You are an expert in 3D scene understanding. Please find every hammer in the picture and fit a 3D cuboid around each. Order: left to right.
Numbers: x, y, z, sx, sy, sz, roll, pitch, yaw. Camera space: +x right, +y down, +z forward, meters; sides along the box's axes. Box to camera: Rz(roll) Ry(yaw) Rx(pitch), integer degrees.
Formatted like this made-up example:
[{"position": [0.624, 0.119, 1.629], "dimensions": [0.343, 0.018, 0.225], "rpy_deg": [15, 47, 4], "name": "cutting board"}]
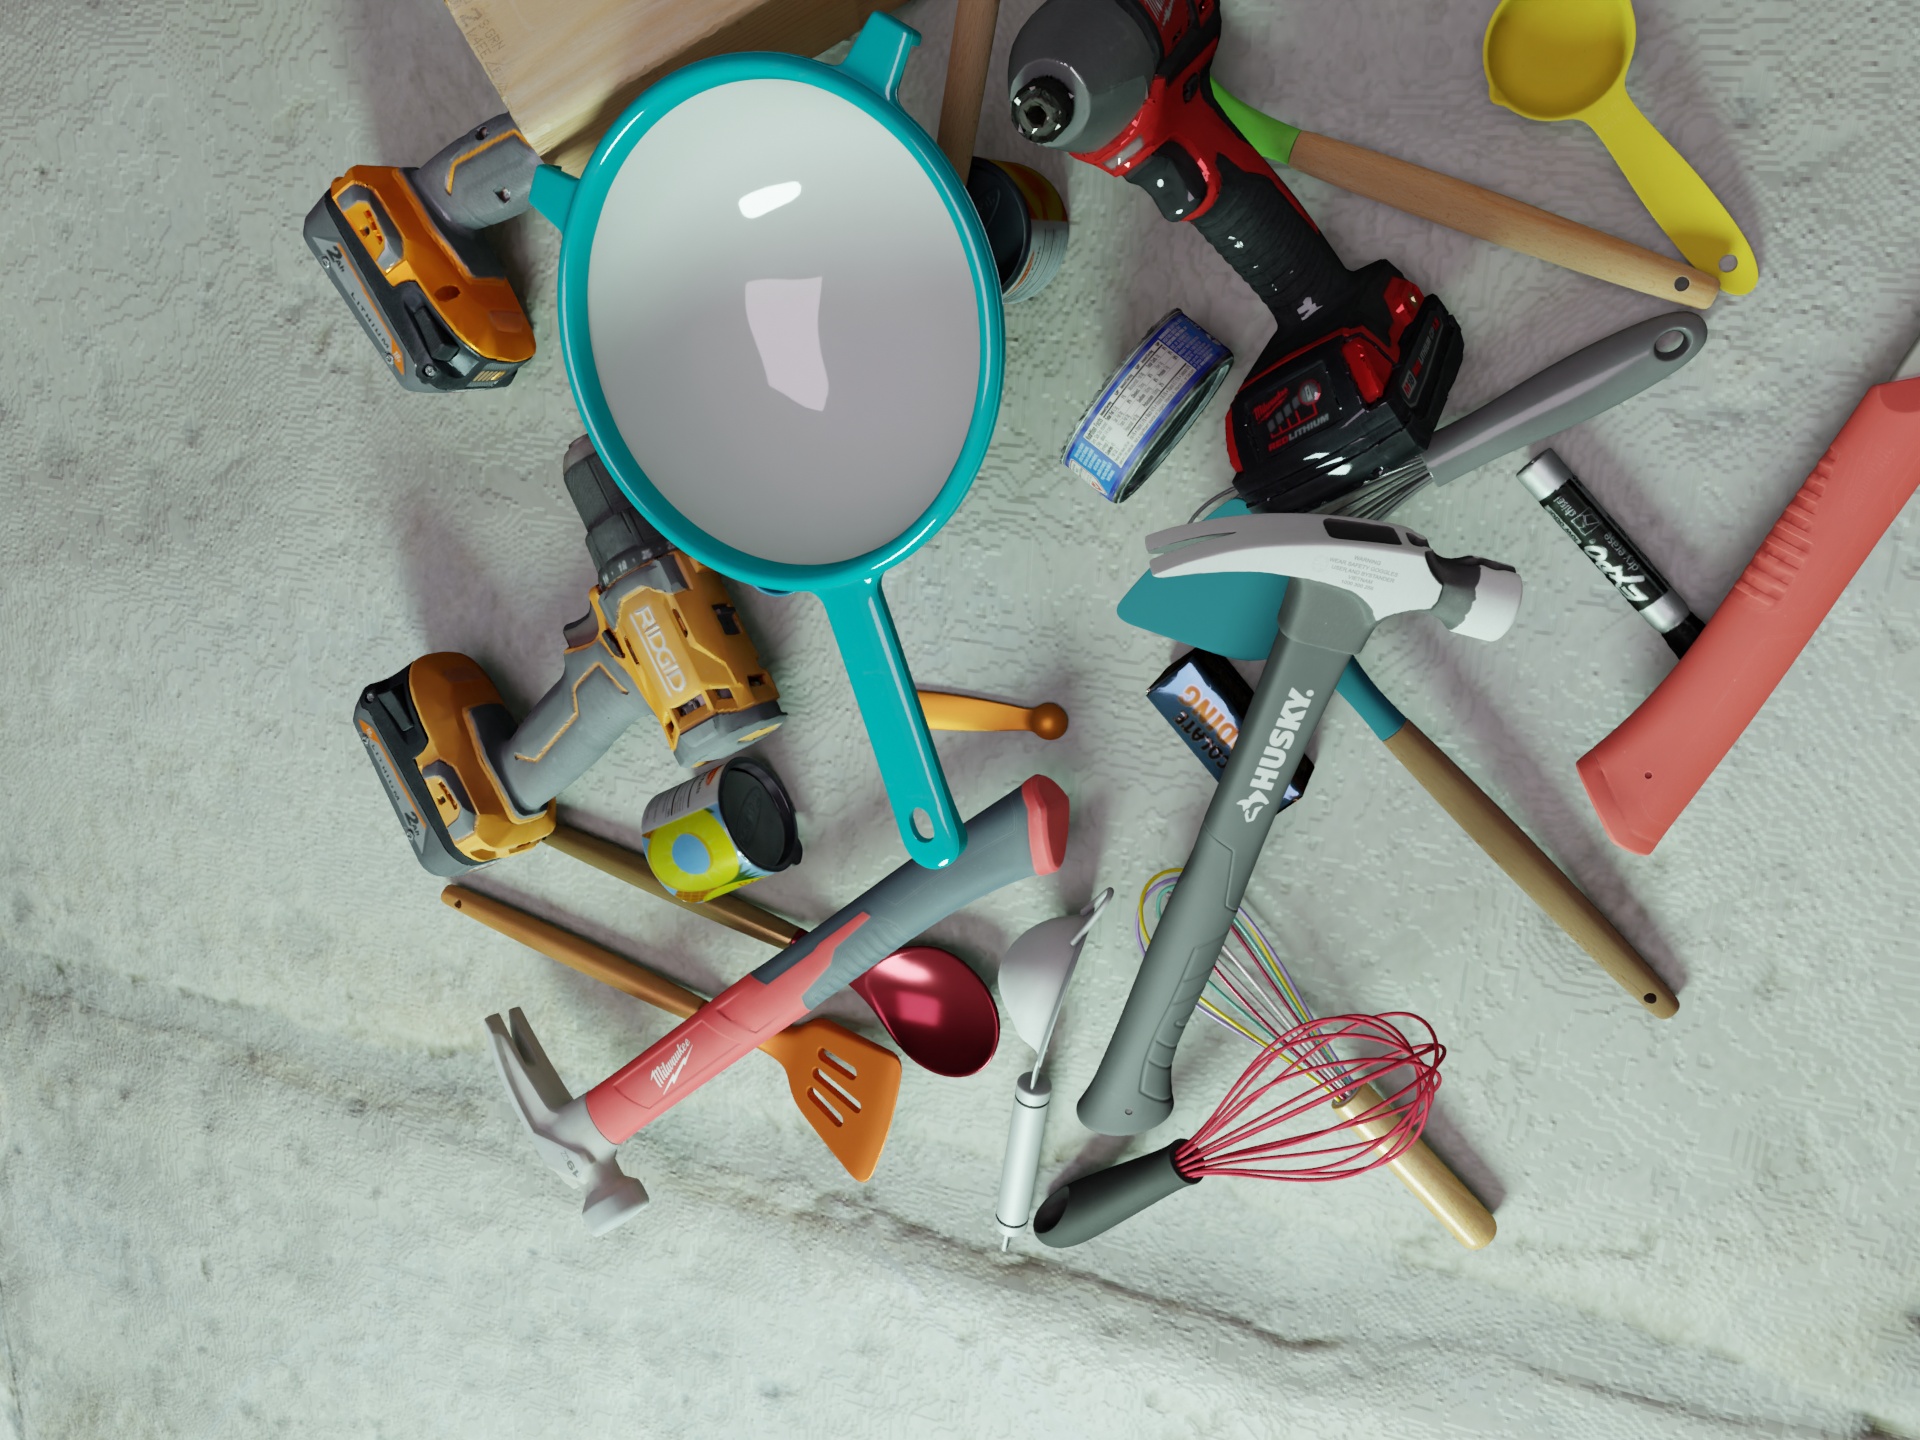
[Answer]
[{"position": [-0.104, 0.132, 0.861], "dimensions": [0.386, 0.038, 0.143], "rpy_deg": [-37, 79, 23], "name": "hammer"}, {"position": [0.111, 0.061, 0.708], "dimensions": [0.146, 0.035, 0.334], "rpy_deg": [13, 121, -7], "name": "hammer"}, {"position": [0.367, -0.096, 0.622], "dimensions": [0.149, 0.037, 0.359], "rpy_deg": [31, 109, 11], "name": "hammer"}]

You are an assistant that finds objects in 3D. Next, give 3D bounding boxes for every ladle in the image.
[{"position": [-0.116, 0.116, 0.898], "dimensions": [0.315, 0.031, 0.069], "rpy_deg": [21, 107, 17], "name": "ladle"}]

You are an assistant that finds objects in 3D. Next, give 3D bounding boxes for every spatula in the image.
[{"position": [-0.176, 0.163, 0.928], "dimensions": [0.323, 0.041, 0.081], "rpy_deg": [21, 106, 16], "name": "spatula"}, {"position": [0.210, 0.028, 0.717], "dimensions": [0.317, 0.044, 0.082], "rpy_deg": [44, 123, -3], "name": "spatula"}]

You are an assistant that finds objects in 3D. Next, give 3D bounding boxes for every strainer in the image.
[{"position": [-0.041, -0.108, 0.685], "dimensions": [0.211, 0.095, 0.340], "rpy_deg": [-10, 105, 31], "name": "strainer"}, {"position": [0.037, 0.188, 0.836], "dimensions": [0.050, 0.087, 0.258], "rpy_deg": [12, 120, 10], "name": "strainer"}]

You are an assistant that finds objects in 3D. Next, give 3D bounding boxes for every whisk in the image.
[{"position": [0.124, 0.212, 0.783], "dimensions": [0.073, 0.073, 0.295], "rpy_deg": [50, 134, 2], "name": "whisk"}, {"position": [0.180, 0.166, 0.788], "dimensions": [0.245, 0.047, 0.051], "rpy_deg": [47, 128, -1], "name": "whisk"}, {"position": [0.204, -0.116, 0.694], "dimensions": [0.239, 0.055, 0.055], "rpy_deg": [-26, 95, 22], "name": "whisk"}]

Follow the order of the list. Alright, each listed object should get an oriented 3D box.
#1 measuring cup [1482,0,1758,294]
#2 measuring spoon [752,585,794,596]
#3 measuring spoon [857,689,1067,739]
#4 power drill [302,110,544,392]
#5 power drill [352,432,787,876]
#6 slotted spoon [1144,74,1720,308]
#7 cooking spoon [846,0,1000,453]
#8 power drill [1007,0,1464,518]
[{"position": [0.272, -0.236, 0.646], "dimensions": [0.062, 0.029, 0.156], "rpy_deg": [-38, 101, 28], "name": "measuring cup"}, {"position": [-0.056, -0.105, 0.819], "dimensions": [0.128, 0.021, 0.042], "rpy_deg": [-27, 93, 17], "name": "measuring spoon"}, {"position": [-0.001, -0.003, 0.825], "dimensions": [0.117, 0.011, 0.021], "rpy_deg": [5, 107, 20], "name": "measuring spoon"}, {"position": [-0.203, -0.259, 0.796], "dimensions": [0.226, 0.084, 0.164], "rpy_deg": [-33, 91, 22], "name": "power drill"}, {"position": [-0.223, -0.033, 0.870], "dimensions": [0.226, 0.084, 0.185], "rpy_deg": [-27, 87, 22], "name": "power drill"}, {"position": [0.168, -0.238, 0.678], "dimensions": [0.314, 0.031, 0.070], "rpy_deg": [25, 115, 13], "name": "slotted spoon"}, {"position": [-0.002, -0.251, 0.683], "dimensions": [0.069, 0.017, 0.318], "rpy_deg": [18, 112, 16], "name": "cooking spoon"}, {"position": [0.103, -0.196, 0.632], "dimensions": [0.078, 0.143, 0.219], "rpy_deg": [-25, 111, 40], "name": "power drill"}]
